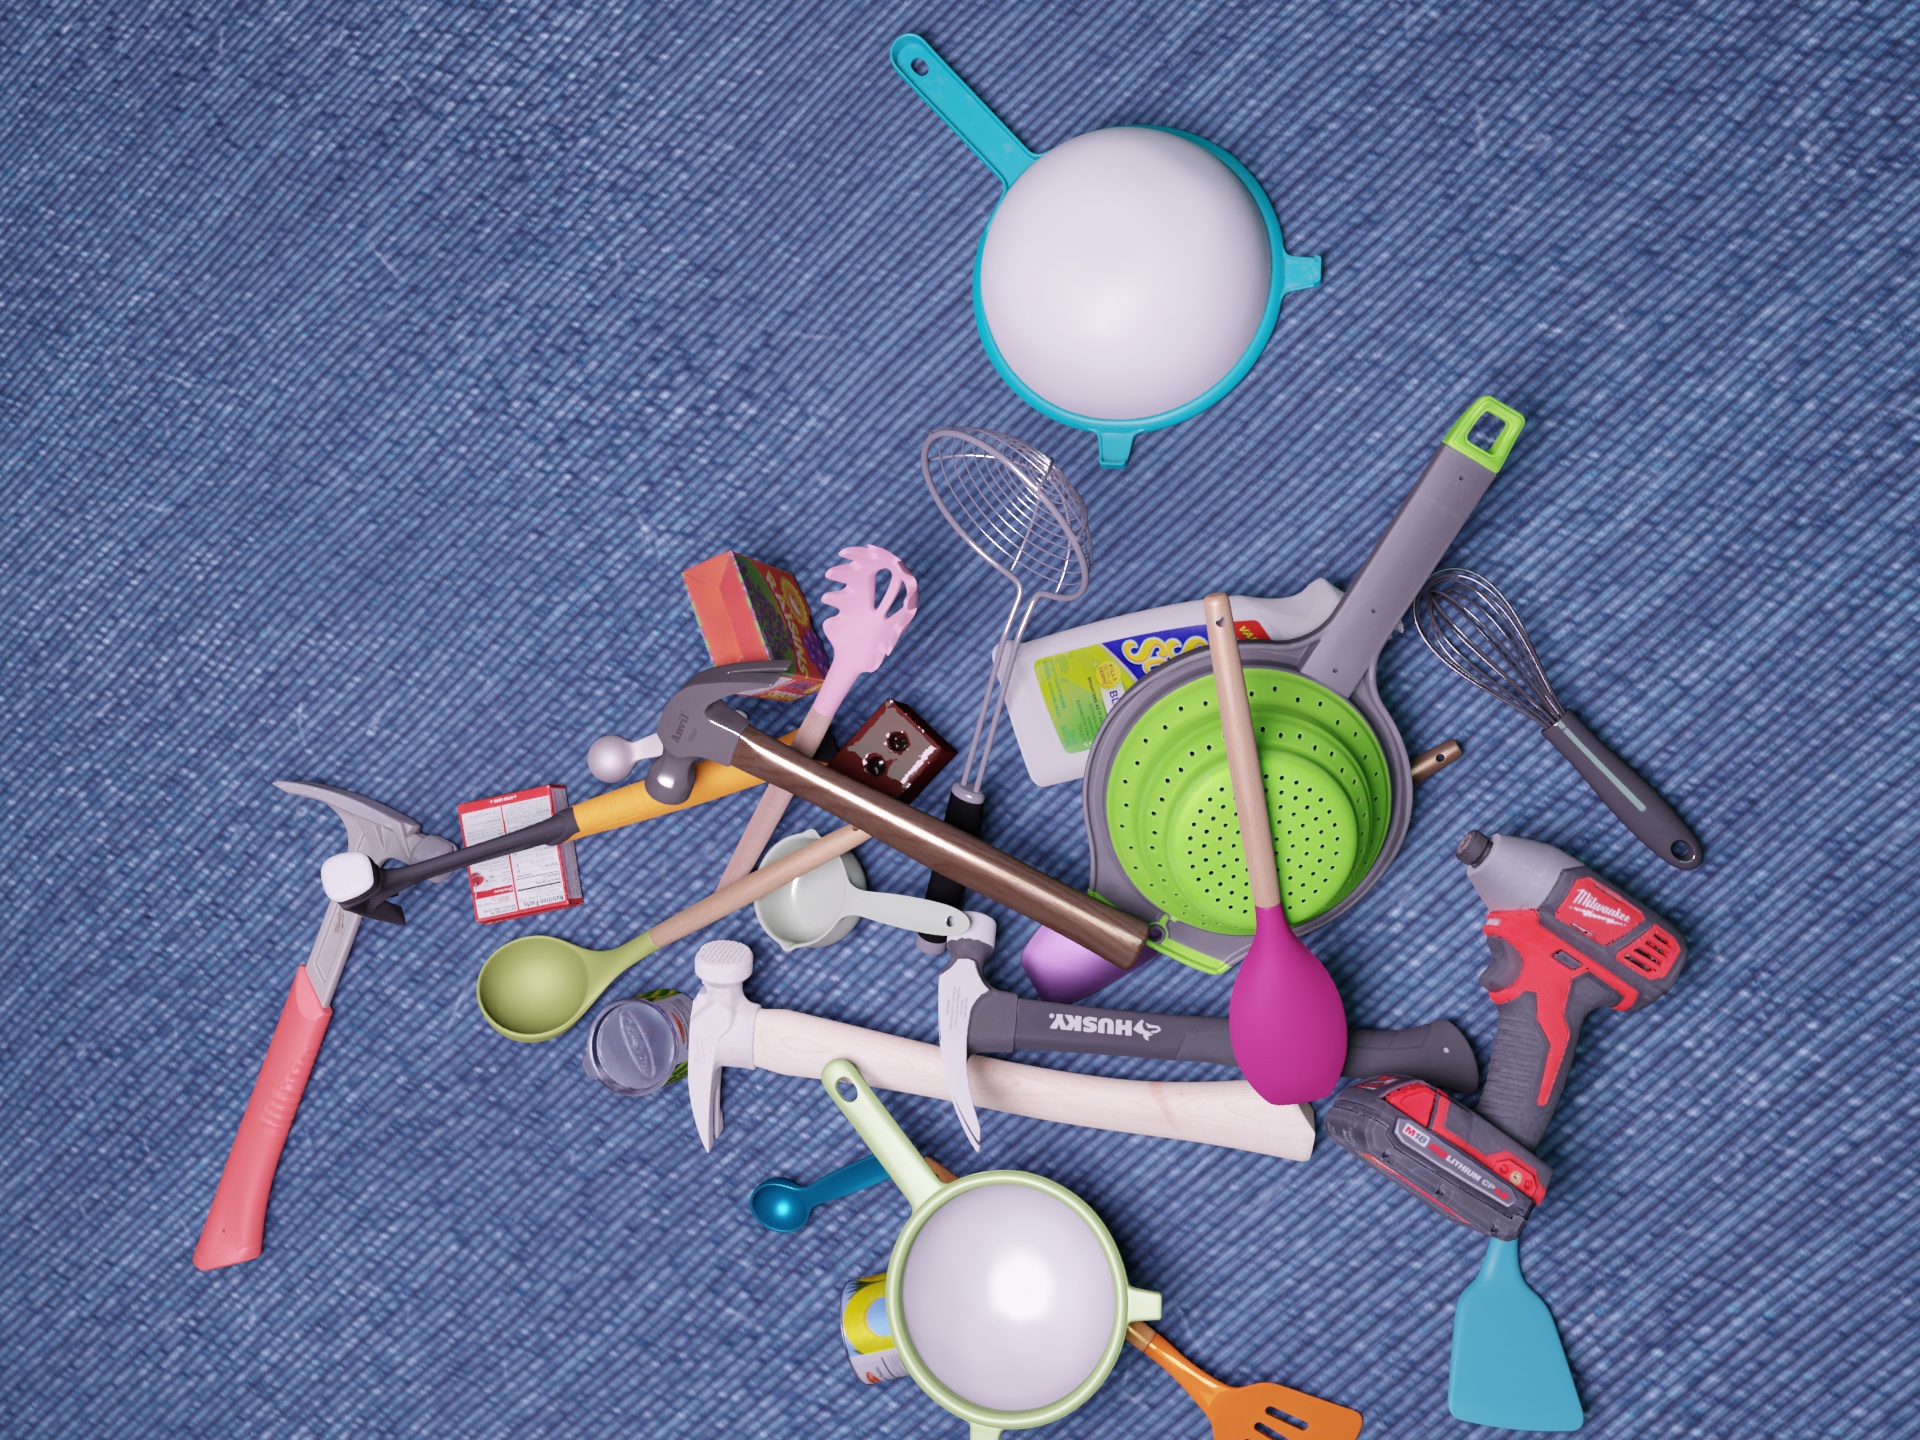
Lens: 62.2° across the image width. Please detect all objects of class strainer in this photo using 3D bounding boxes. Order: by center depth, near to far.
[{"bbox_3d":[0.000,0.319,1.012,0.151,0.069,0.256,-41,73,2],"label":"strainer"},{"bbox_3d":[0.061,-0.346,1.042,0.211,0.095,0.340,-43,80,8],"label":"strainer"}]

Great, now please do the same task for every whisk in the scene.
[{"bbox_3d":[0.370,-0.001,0.981,0.055,0.055,0.239,-43,83,8],"label":"whisk"}]

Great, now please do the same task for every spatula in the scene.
[{"bbox_3d":[0.346,0.263,0.971,0.082,0.044,0.317,6,87,-2],"label":"spatula"},{"bbox_3d":[0.179,0.093,1.030,0.316,0.018,0.060,-30,86,11],"label":"spatula"},{"bbox_3d":[0.104,0.386,1.032,0.323,0.041,0.081,34,94,16],"label":"spatula"}]

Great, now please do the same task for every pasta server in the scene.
[{"bbox_3d":[-0.103,0.015,1.025,0.060,0.040,0.316,40,122,14],"label":"pasta server"}]

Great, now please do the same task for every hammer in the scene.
[{"bbox_3d":[0.151,0.203,0.987,0.335,0.035,0.146,5,58,2],"label":"hammer"},{"bbox_3d":[-0.035,0.065,0.988,0.331,0.031,0.130,27,127,2],"label":"hammer"},{"bbox_3d":[0.021,0.245,1.041,0.410,0.038,0.146,8,108,9],"label":"hammer"},{"bbox_3d":[-0.246,0.067,1.077,0.337,0.127,0.034,-18,78,-7],"label":"hammer"},{"bbox_3d":[-0.494,0.228,1.168,0.149,0.036,0.359,21,91,13],"label":"hammer"}]

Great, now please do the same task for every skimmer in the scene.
[{"bbox_3d":[-0.002,-0.003,0.977,0.127,0.090,0.363,32,120,34],"label":"skimmer"}]

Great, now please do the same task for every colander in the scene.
[{"bbox_3d":[0.217,-0.008,0.939,0.204,0.094,0.397,29,105,-5],"label":"colander"}]

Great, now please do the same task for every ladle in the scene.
[{"bbox_3d":[-0.192,0.133,1.071,0.320,0.062,0.078,-28,56,19],"label":"ladle"}]

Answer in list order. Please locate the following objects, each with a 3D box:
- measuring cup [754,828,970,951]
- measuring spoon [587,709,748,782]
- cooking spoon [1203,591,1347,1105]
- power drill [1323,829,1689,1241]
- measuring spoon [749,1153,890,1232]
[{"bbox_3d":[-0.060,0.122,1.054,0.168,0.038,0.083,8,83,29],"label":"measuring cup"},{"bbox_3d":[-0.209,0.014,1.123,0.124,0.018,0.034,-17,83,11],"label":"measuring spoon"},{"bbox_3d":[0.171,0.081,0.907,0.069,0.017,0.318,-11,106,5],"label":"cooking spoon"},{"bbox_3d":[0.315,0.177,0.935,0.143,0.078,0.220,35,79,1],"label":"power drill"},{"bbox_3d":[-0.085,0.308,1.069,0.128,0.021,0.042,-27,106,20],"label":"measuring spoon"}]
